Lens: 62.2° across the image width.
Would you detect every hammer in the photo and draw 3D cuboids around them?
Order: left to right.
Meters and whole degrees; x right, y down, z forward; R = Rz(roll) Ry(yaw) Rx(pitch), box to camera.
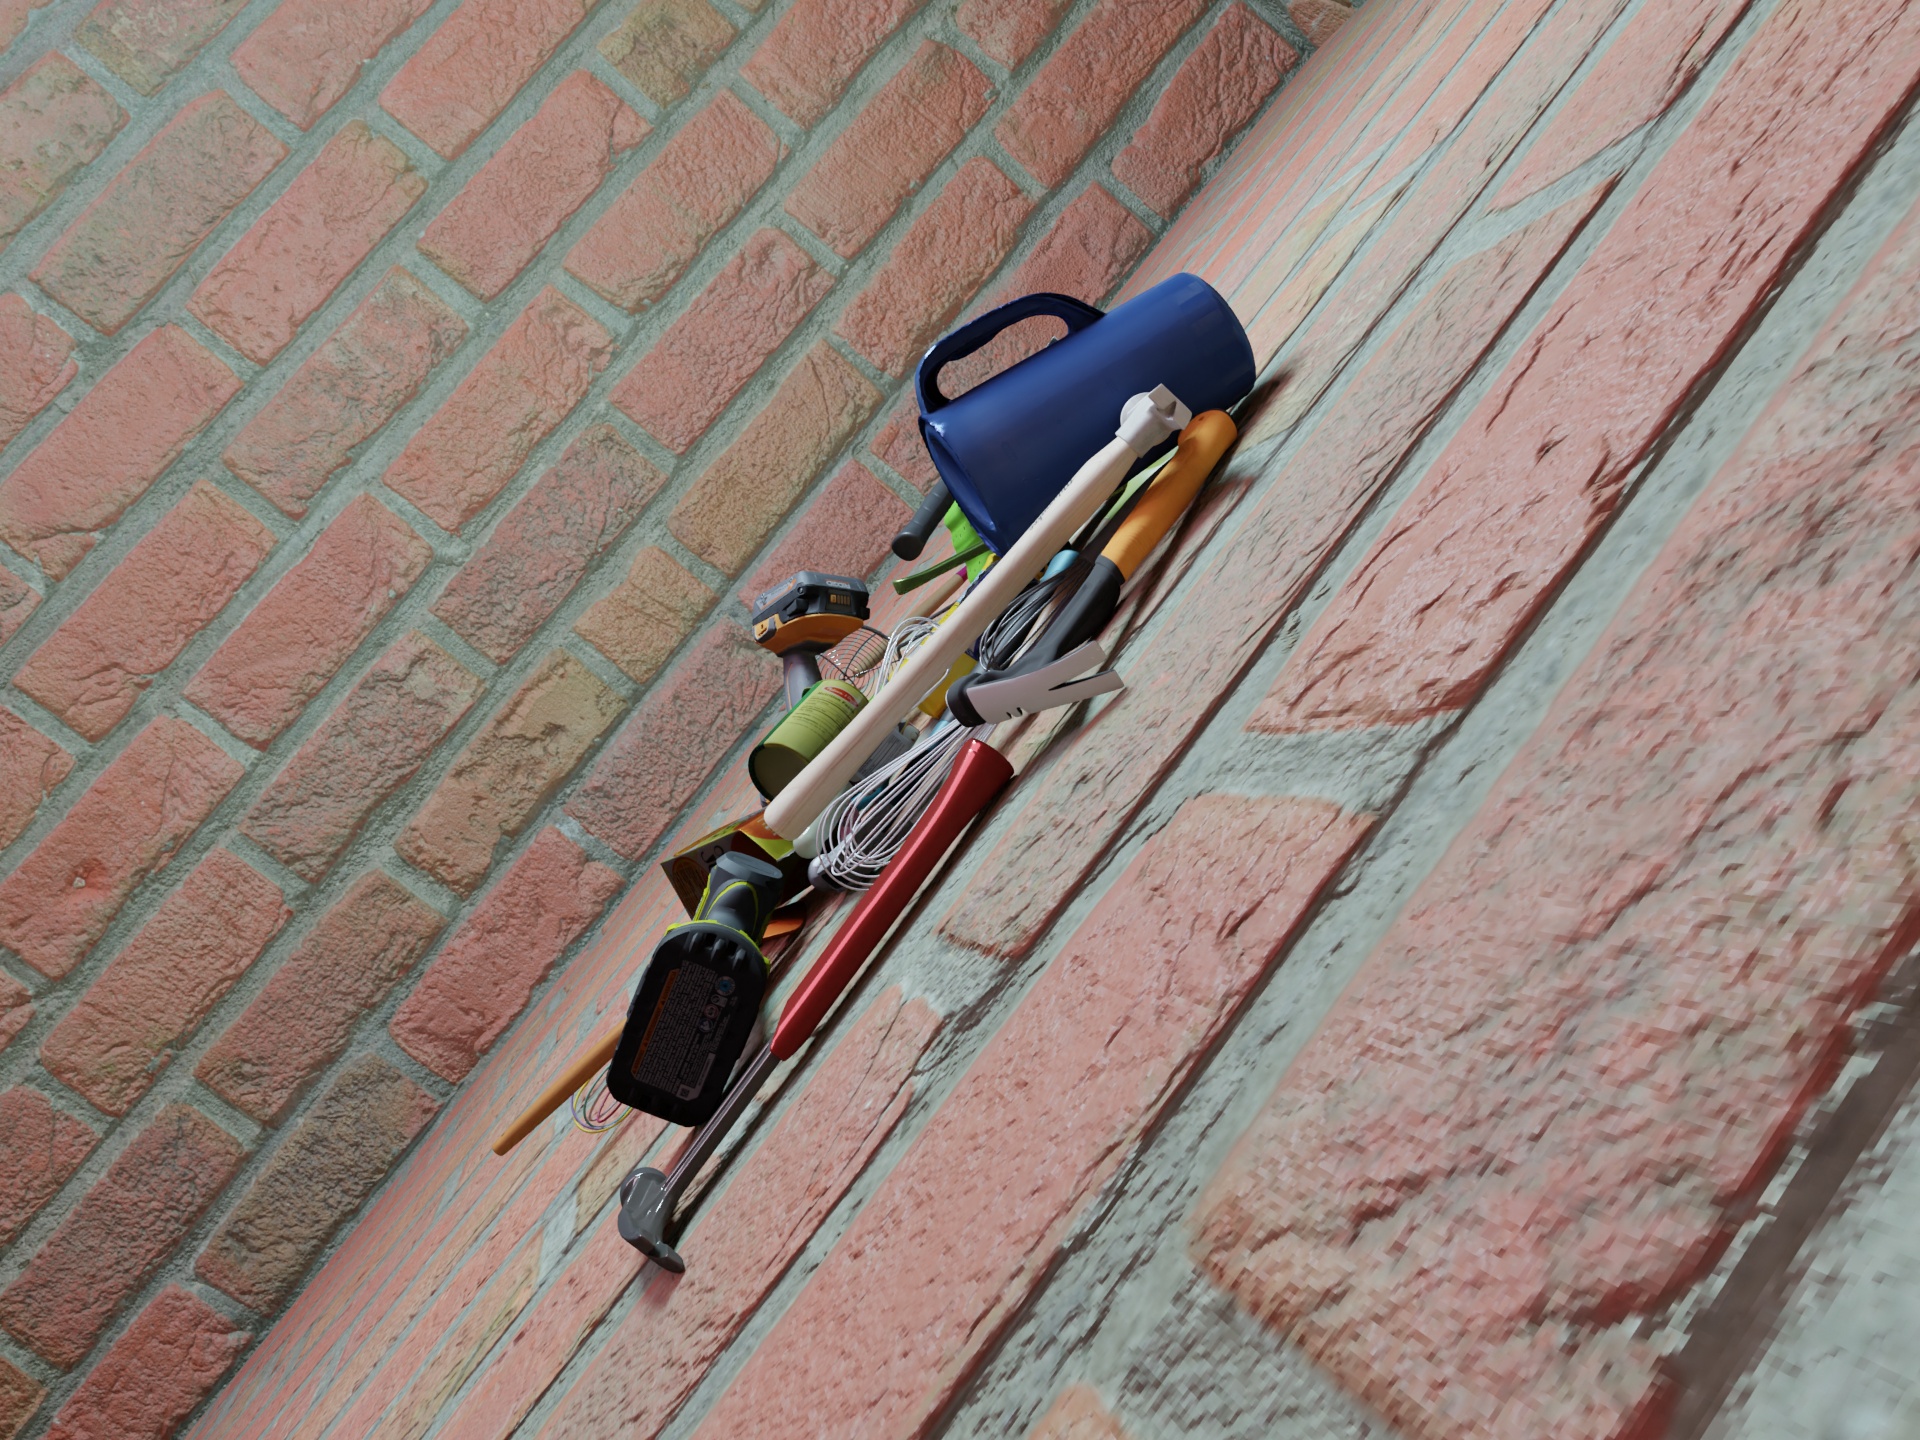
[{"bbox_3d":[-0.081,0.159,0.952,0.359,0.036,0.149,-53,9,-15],"label":"hammer"},{"bbox_3d":[-0.002,-0.004,1.242,0.331,0.033,0.128,-53,8,-18],"label":"hammer"},{"bbox_3d":[0.007,-0.070,1.103,0.410,0.038,0.146,-47,5,8],"label":"hammer"},{"bbox_3d":[0.016,-0.283,1.683,0.149,0.036,0.409,-40,13,39],"label":"hammer"},{"bbox_3d":[0.116,-0.116,1.062,0.127,0.034,0.337,-15,28,44],"label":"hammer"}]

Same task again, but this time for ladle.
[{"bbox_3d":[0.100,-0.143,1.249,0.078,0.062,0.320,3,53,48],"label":"ladle"}]

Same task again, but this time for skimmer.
[{"bbox_3d":[-0.034,-0.082,1.551,0.363,0.127,0.090,-27,17,44],"label":"skimmer"}]

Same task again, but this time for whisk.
[{"bbox_3d":[-0.237,0.252,1.355,0.245,0.051,0.047,-49,29,-18],"label":"whisk"},{"bbox_3d":[-0.069,0.011,1.278,0.058,0.059,0.246,-30,27,55],"label":"whisk"},{"bbox_3d":[0.010,0.003,1.085,0.284,0.070,0.070,-47,8,-9],"label":"whisk"},{"bbox_3d":[0.098,-0.113,1.180,0.239,0.055,0.055,-47,8,-10],"label":"whisk"}]

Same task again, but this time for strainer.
[{"bbox_3d":[0.043,-0.195,1.403,0.256,0.069,0.151,-29,11,-13],"label":"strainer"}]

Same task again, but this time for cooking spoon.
[{"bbox_3d":[-0.018,-0.150,1.856,0.319,0.017,0.068,-45,3,-28],"label":"cooking spoon"}]

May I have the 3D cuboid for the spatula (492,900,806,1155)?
[{"bbox_3d":[-0.257,0.251,1.300,0.322,0.041,0.081,-43,10,3],"label":"spatula"}]

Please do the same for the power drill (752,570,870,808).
[{"bbox_3d":[-0.129,-0.024,1.509,0.185,0.084,0.226,-20,69,53],"label":"power drill"}]

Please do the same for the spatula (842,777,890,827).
[{"bbox_3d":[-0.130,0.097,1.426,0.317,0.044,0.082,-46,37,35],"label":"spatula"}]

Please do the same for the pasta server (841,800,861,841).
[{"bbox_3d":[-0.170,0.140,1.425,0.040,0.060,0.316,-28,-9,-43],"label":"pasta server"}]

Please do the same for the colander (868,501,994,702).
[{"bbox_3d":[-0.003,-0.169,1.726,0.397,0.094,0.205,-47,9,21],"label":"colander"}]

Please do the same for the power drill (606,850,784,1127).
[{"bbox_3d":[-0.187,0.198,1.149,0.223,0.080,0.171,-112,44,-84],"label":"power drill"}]
